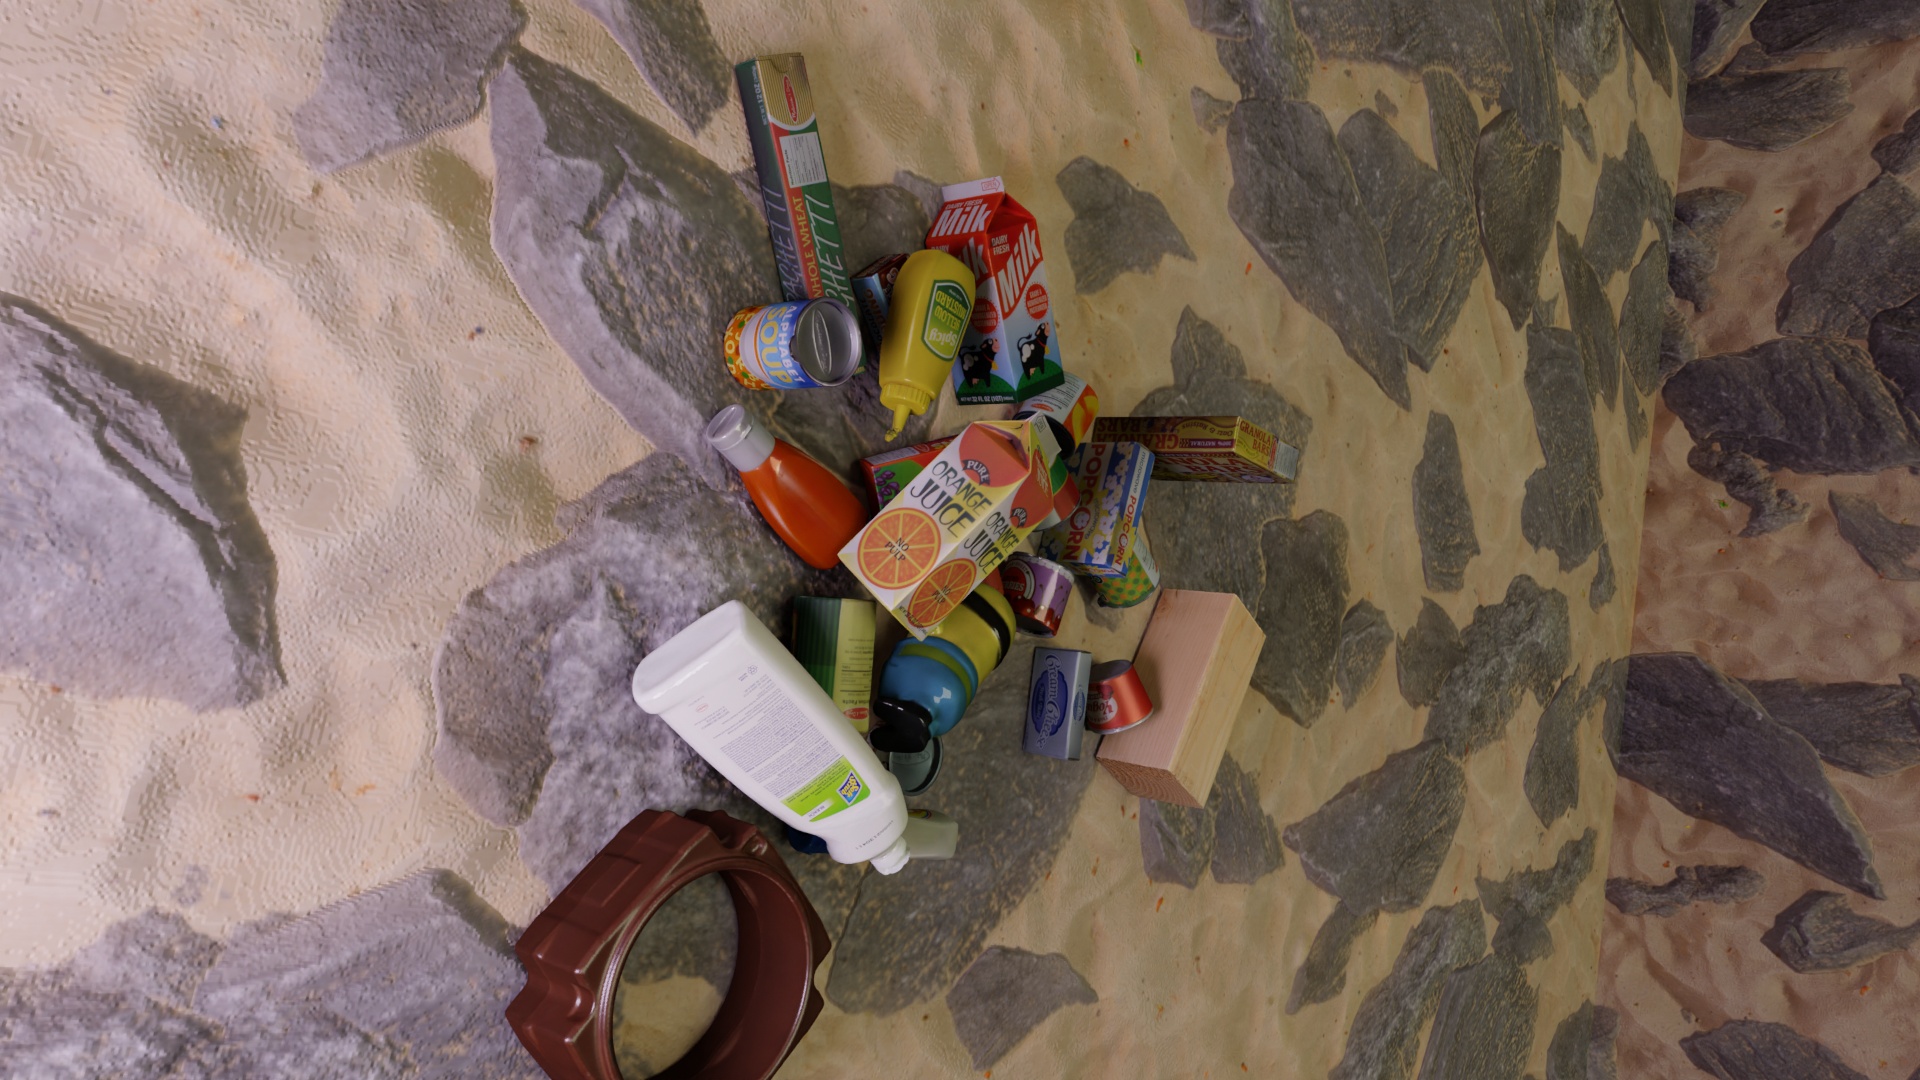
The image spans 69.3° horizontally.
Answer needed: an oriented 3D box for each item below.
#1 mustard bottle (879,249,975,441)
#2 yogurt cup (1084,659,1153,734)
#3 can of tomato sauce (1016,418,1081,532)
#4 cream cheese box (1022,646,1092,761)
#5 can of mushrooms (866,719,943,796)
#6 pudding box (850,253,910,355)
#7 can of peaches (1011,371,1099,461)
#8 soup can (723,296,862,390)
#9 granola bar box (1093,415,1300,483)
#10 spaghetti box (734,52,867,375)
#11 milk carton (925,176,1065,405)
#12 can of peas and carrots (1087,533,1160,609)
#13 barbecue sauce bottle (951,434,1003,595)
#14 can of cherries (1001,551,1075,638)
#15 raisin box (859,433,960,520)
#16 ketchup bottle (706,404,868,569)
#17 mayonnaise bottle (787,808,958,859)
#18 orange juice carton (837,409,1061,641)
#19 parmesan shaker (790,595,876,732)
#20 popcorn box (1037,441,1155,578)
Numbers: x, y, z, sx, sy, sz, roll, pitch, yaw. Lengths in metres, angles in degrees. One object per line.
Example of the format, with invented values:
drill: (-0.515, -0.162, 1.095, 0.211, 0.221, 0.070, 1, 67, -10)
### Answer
mustard bottle: (-0.033, -0.153, 1.122, 0.065, 0.049, 0.160, 26, 72, -43)
yogurt cup: (0.152, 0.153, 1.380, 0.073, 0.072, 0.054, -31, 106, -43)
can of tomato sauce: (0.063, -0.061, 1.269, 0.071, 0.071, 0.082, -54, 128, -32)
cream cheese box: (0.092, 0.154, 1.319, 0.024, 0.053, 0.104, 15, 80, -50)
can of mushrooms: (-0.048, 0.179, 1.177, 0.071, 0.033, 0.071, -3, 94, -48)
pudding box: (-0.054, -0.191, 1.158, 0.050, 0.030, 0.083, -41, 120, -38)
can of peaches: (0.089, -0.115, 1.297, 0.071, 0.071, 0.058, 54, 54, -35)
soup can: (-0.128, -0.146, 1.037, 0.071, 0.083, 0.071, -2, 93, -48)
granola bar box: (0.234, -0.089, 1.385, 0.124, 0.165, 0.039, 19, 79, -47)
spaghetti box: (-0.122, -0.247, 1.080, 0.050, 0.028, 0.249, -26, 110, -45)
milk carton: (0.028, -0.219, 1.218, 0.074, 0.072, 0.190, -27, 111, -44)
can of peas and carrots: (0.155, 0.026, 1.377, 0.071, 0.071, 0.058, -57, 130, -30)
barbecue sauce bottle: (0.004, -0.015, 1.221, 0.065, 0.043, 0.148, -27, 113, -32)
can of cherries: (0.064, 0.050, 1.274, 0.071, 0.071, 0.058, 37, 66, -43)
raisin box: (-0.014, -0.041, 1.159, 0.124, 0.040, 0.085, -15, 108, -17)
ketchup bottle: (-0.134, -0.044, 1.064, 0.148, 0.043, 0.065, 49, 64, -37)
mayonnaise bottle: (-0.073, 0.237, 1.133, 0.148, 0.064, 0.041, 15, 82, -44)
orange juice carton: (0.004, -0.021, 1.094, 0.193, 0.073, 0.071, -45, 150, -4)
parmesan shaker: (-0.101, 0.096, 1.092, 0.071, 0.071, 0.103, 8, 85, -48)
popcorn box: (0.130, -0.031, 1.330, 0.038, 0.085, 0.127, 29, 71, -44)
